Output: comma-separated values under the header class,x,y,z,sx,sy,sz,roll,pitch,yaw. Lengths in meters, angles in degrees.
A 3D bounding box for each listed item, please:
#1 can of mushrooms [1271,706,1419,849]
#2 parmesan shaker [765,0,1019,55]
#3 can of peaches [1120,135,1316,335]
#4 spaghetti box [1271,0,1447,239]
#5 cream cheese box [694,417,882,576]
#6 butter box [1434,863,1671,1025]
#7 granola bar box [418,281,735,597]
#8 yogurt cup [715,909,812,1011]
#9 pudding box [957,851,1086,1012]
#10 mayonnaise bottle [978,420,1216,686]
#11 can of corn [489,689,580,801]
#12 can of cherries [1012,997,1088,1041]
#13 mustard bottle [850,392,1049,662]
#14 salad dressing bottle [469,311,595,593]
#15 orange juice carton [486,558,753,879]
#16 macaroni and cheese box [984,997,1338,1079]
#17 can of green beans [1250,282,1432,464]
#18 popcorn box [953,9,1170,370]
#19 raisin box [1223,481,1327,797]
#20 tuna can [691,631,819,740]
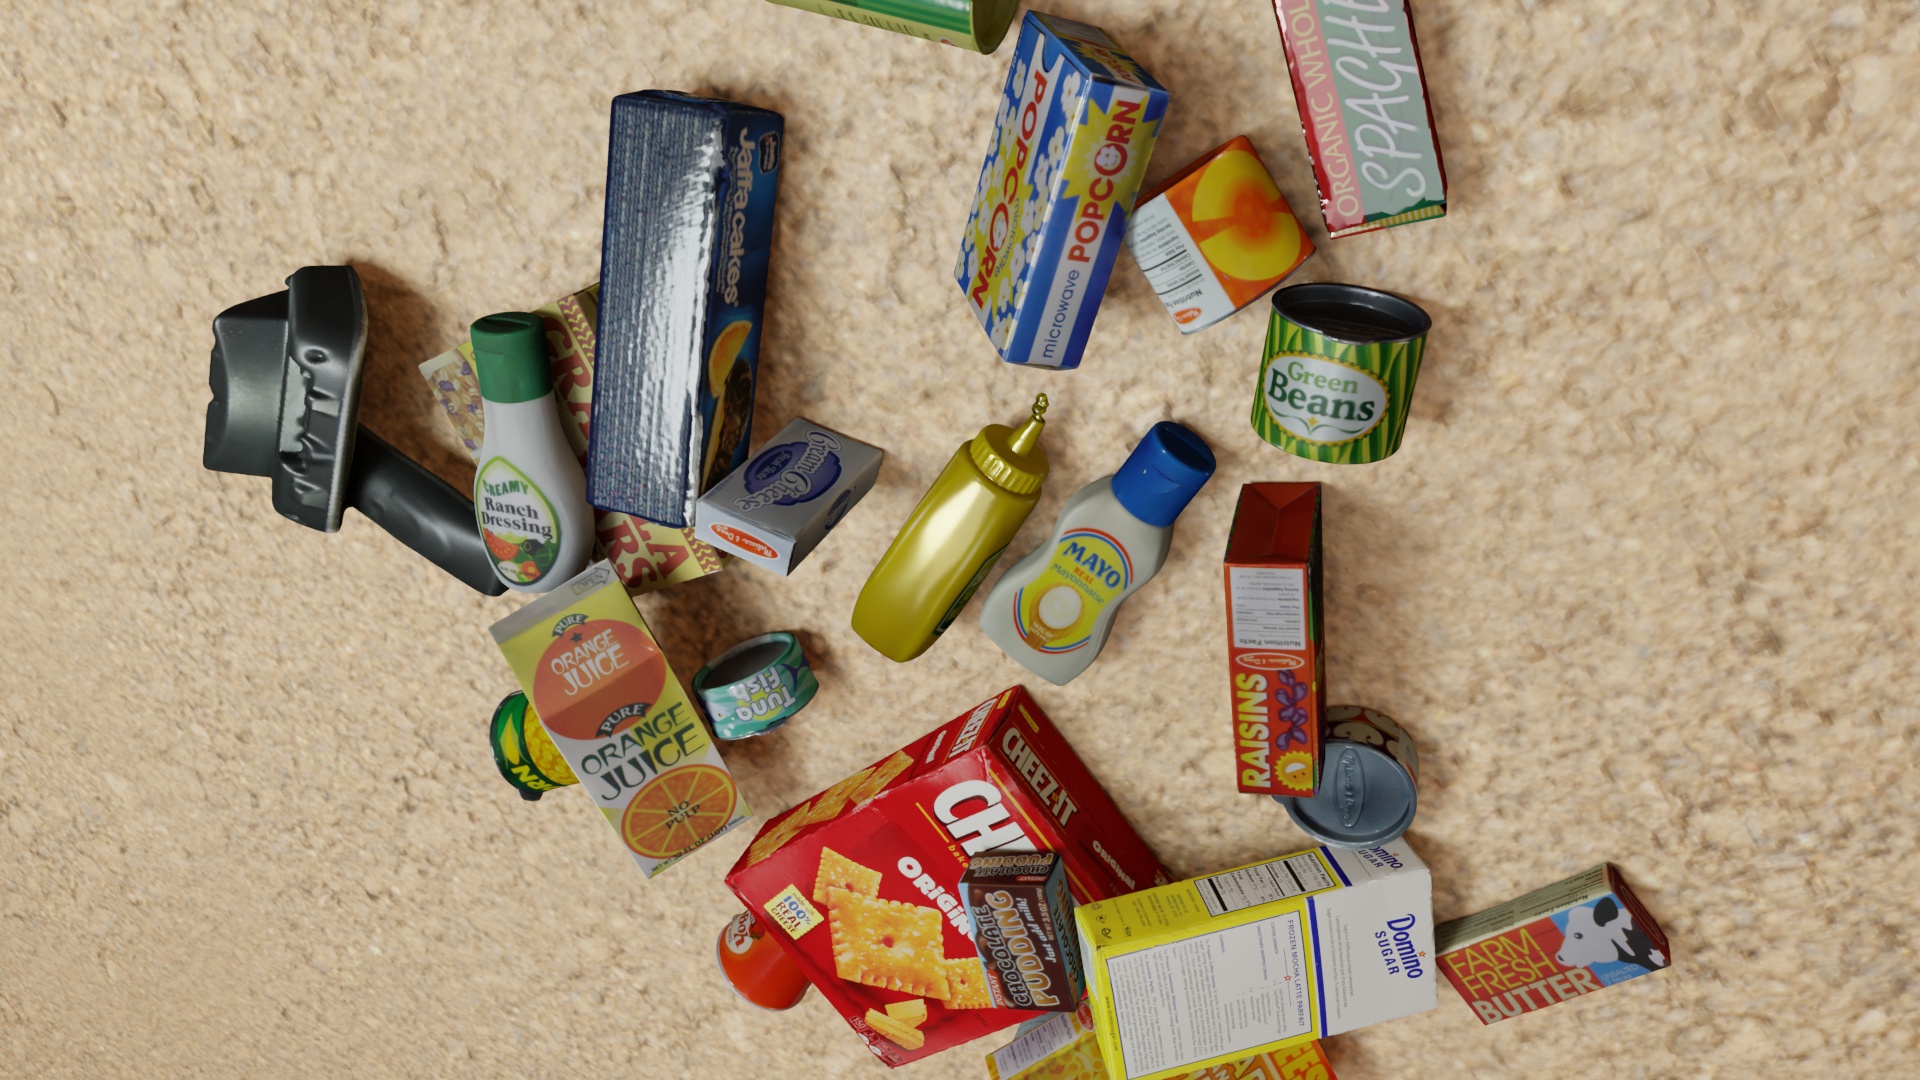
class,x,y,z,sx,sy,sz,roll,pitch,yaw
can of mushrooms,0.194,0.119,0.701,0.071,0.034,0.070,10,120,17
parmesan shaker,-0.031,-0.247,0.578,0.103,0.072,0.071,18,122,13
can of peaches,0.108,-0.130,0.588,0.071,0.071,0.058,-29,102,32
spaghetti box,0.139,-0.242,0.536,0.050,0.029,0.249,-10,112,26
cream cheese box,-0.085,-0.025,0.697,0.053,0.104,0.024,23,124,11
butter box,0.299,0.208,0.709,0.103,0.024,0.053,-35,99,32
granola bar box,-0.207,-0.048,0.774,0.124,0.039,0.165,-17,109,29
yogurt cup,-0.113,0.255,0.881,0.072,0.073,0.053,39,116,-1
pudding box,0.034,0.205,0.729,0.049,0.030,0.083,-4,113,24
mayonnaise bottle,0.069,0.005,0.687,0.065,0.041,0.147,37,124,3
can of corn,-0.246,0.122,0.861,0.058,0.071,0.071,-16,109,28
can of cherries,0.070,0.300,0.831,0.071,0.059,0.071,10,119,18
mustard bottle,0.002,-0.009,0.695,0.049,0.065,0.159,38,120,5
salad dressing bottle,-0.229,-0.045,0.733,0.064,0.044,0.147,10,119,19
orange juice carton,-0.189,0.095,0.774,0.073,0.072,0.191,46,160,46
macaroni and cheese box,0.116,0.302,0.775,0.166,0.040,0.123,-29,102,-3
can of green beans,0.161,-0.072,0.594,0.071,0.071,0.057,14,121,15
popcorn box,0.039,-0.148,0.591,0.038,0.085,0.126,4,124,-20
raisin box,0.149,0.045,0.648,0.040,0.086,0.122,0,116,17
tuna can,-0.116,0.082,0.786,0.071,0.071,0.032,-13,110,27
